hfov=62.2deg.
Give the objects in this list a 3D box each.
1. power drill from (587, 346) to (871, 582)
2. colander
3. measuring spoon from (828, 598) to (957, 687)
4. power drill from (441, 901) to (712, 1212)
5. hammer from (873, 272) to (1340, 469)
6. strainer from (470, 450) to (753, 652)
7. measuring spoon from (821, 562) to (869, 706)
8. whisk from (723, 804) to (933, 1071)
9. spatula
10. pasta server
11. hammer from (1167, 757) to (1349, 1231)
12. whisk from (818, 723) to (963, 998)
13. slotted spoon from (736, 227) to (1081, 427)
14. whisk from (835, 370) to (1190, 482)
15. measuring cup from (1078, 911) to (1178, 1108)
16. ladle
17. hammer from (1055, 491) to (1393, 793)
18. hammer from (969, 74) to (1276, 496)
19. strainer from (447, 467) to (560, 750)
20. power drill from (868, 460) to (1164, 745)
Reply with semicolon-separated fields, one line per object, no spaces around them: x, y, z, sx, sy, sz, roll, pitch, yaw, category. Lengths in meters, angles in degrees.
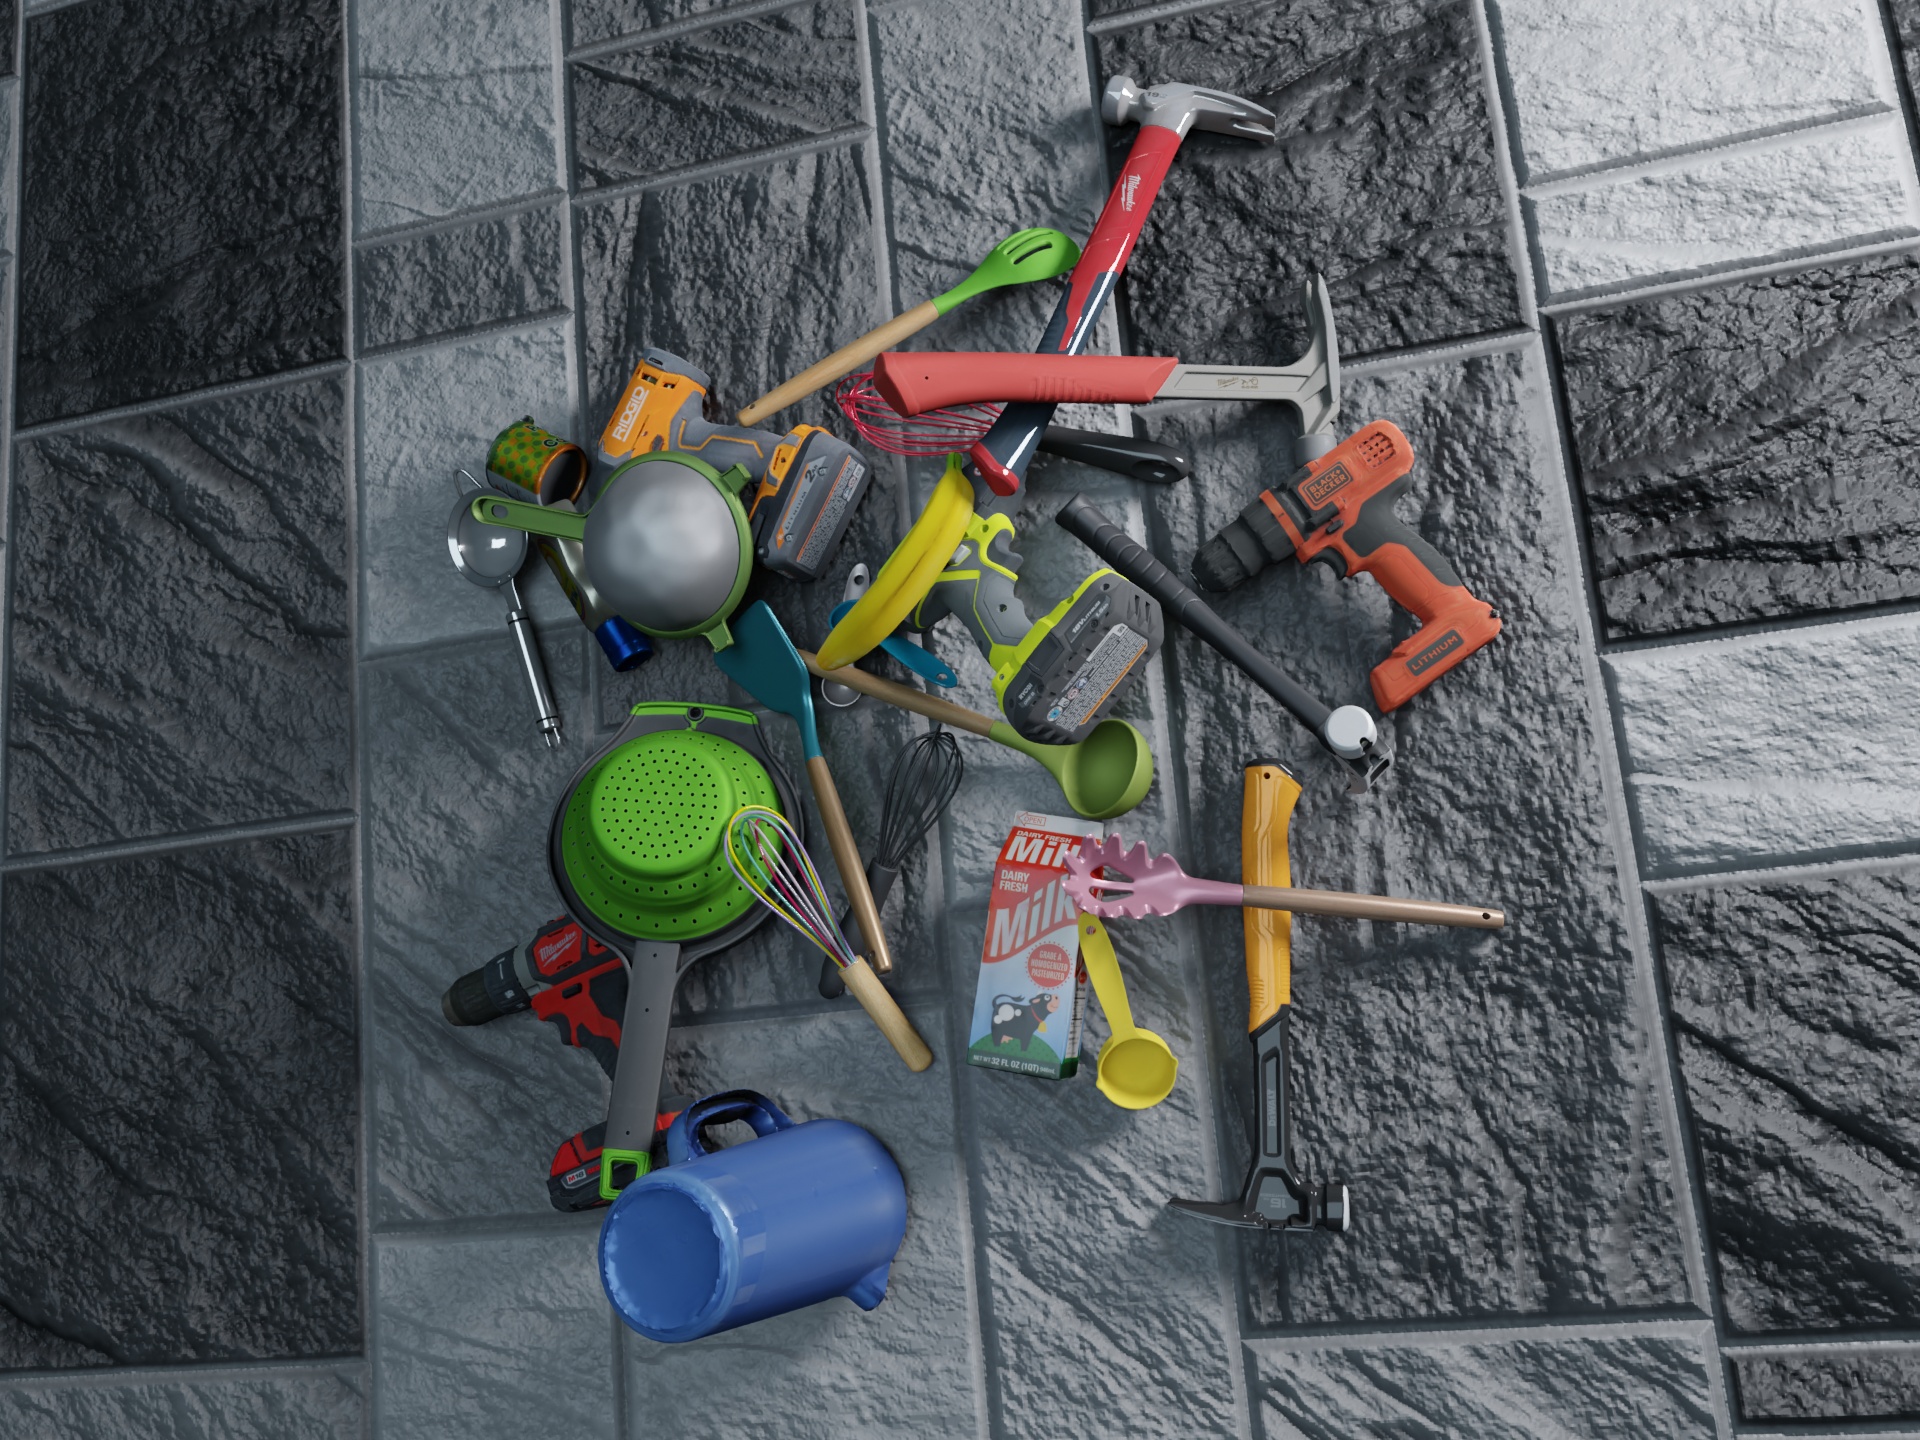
-0.205;-0.198;1.321;0.227;0.084;0.164;27;91;22;power drill
-0.233;0.154;1.203;0.204;0.094;0.397;4;68;1;colander
-0.052;-0.054;1.260;0.129;0.021;0.042;34;62;26;measuring spoon
-0.309;0.271;1.268;0.188;0.080;0.227;-25;72;9;power drill
0.114;-0.260;1.173;0.359;0.037;0.149;-2;85;-16;hammer
-0.292;-0.146;1.262;0.256;0.069;0.151;13;105;17;strainer
-0.088;-0.069;1.301;0.034;0.018;0.124;5;75;10;measuring spoon
-0.094;0.165;1.203;0.051;0.047;0.245;-30;100;29;whisk
-0.115;0.054;1.233;0.082;0.044;0.318;-45;55;36;spatula
0.228;0.125;1.128;0.316;0.040;0.060;5;72;1;pasta server
0.216;0.195;1.158;0.127;0.034;0.337;-1;80;14;hammer
-0.059;0.111;1.226;0.055;0.055;0.239;28;103;18;whisk
-0.042;-0.317;1.277;0.314;0.031;0.070;-31;48;-7;slotted spoon
0.039;-0.232;1.271;0.296;0.073;0.073;14;84;12;whisk
0.113;0.207;1.157;0.062;0.029;0.156;-17;100;4;measuring cup
-0.002;-0.004;1.232;0.320;0.062;0.078;20;85;16;ladle
0.188;-0.065;1.181;0.035;0.146;0.335;-46;61;2;hammer
0.117;-0.337;1.231;0.143;0.038;0.386;19;72;17;hammer
-0.384;-0.095;1.371;0.087;0.050;0.258;-22;81;24;strainer
0.043;-0.101;1.200;0.171;0.080;0.223;-52;52;11;power drill
